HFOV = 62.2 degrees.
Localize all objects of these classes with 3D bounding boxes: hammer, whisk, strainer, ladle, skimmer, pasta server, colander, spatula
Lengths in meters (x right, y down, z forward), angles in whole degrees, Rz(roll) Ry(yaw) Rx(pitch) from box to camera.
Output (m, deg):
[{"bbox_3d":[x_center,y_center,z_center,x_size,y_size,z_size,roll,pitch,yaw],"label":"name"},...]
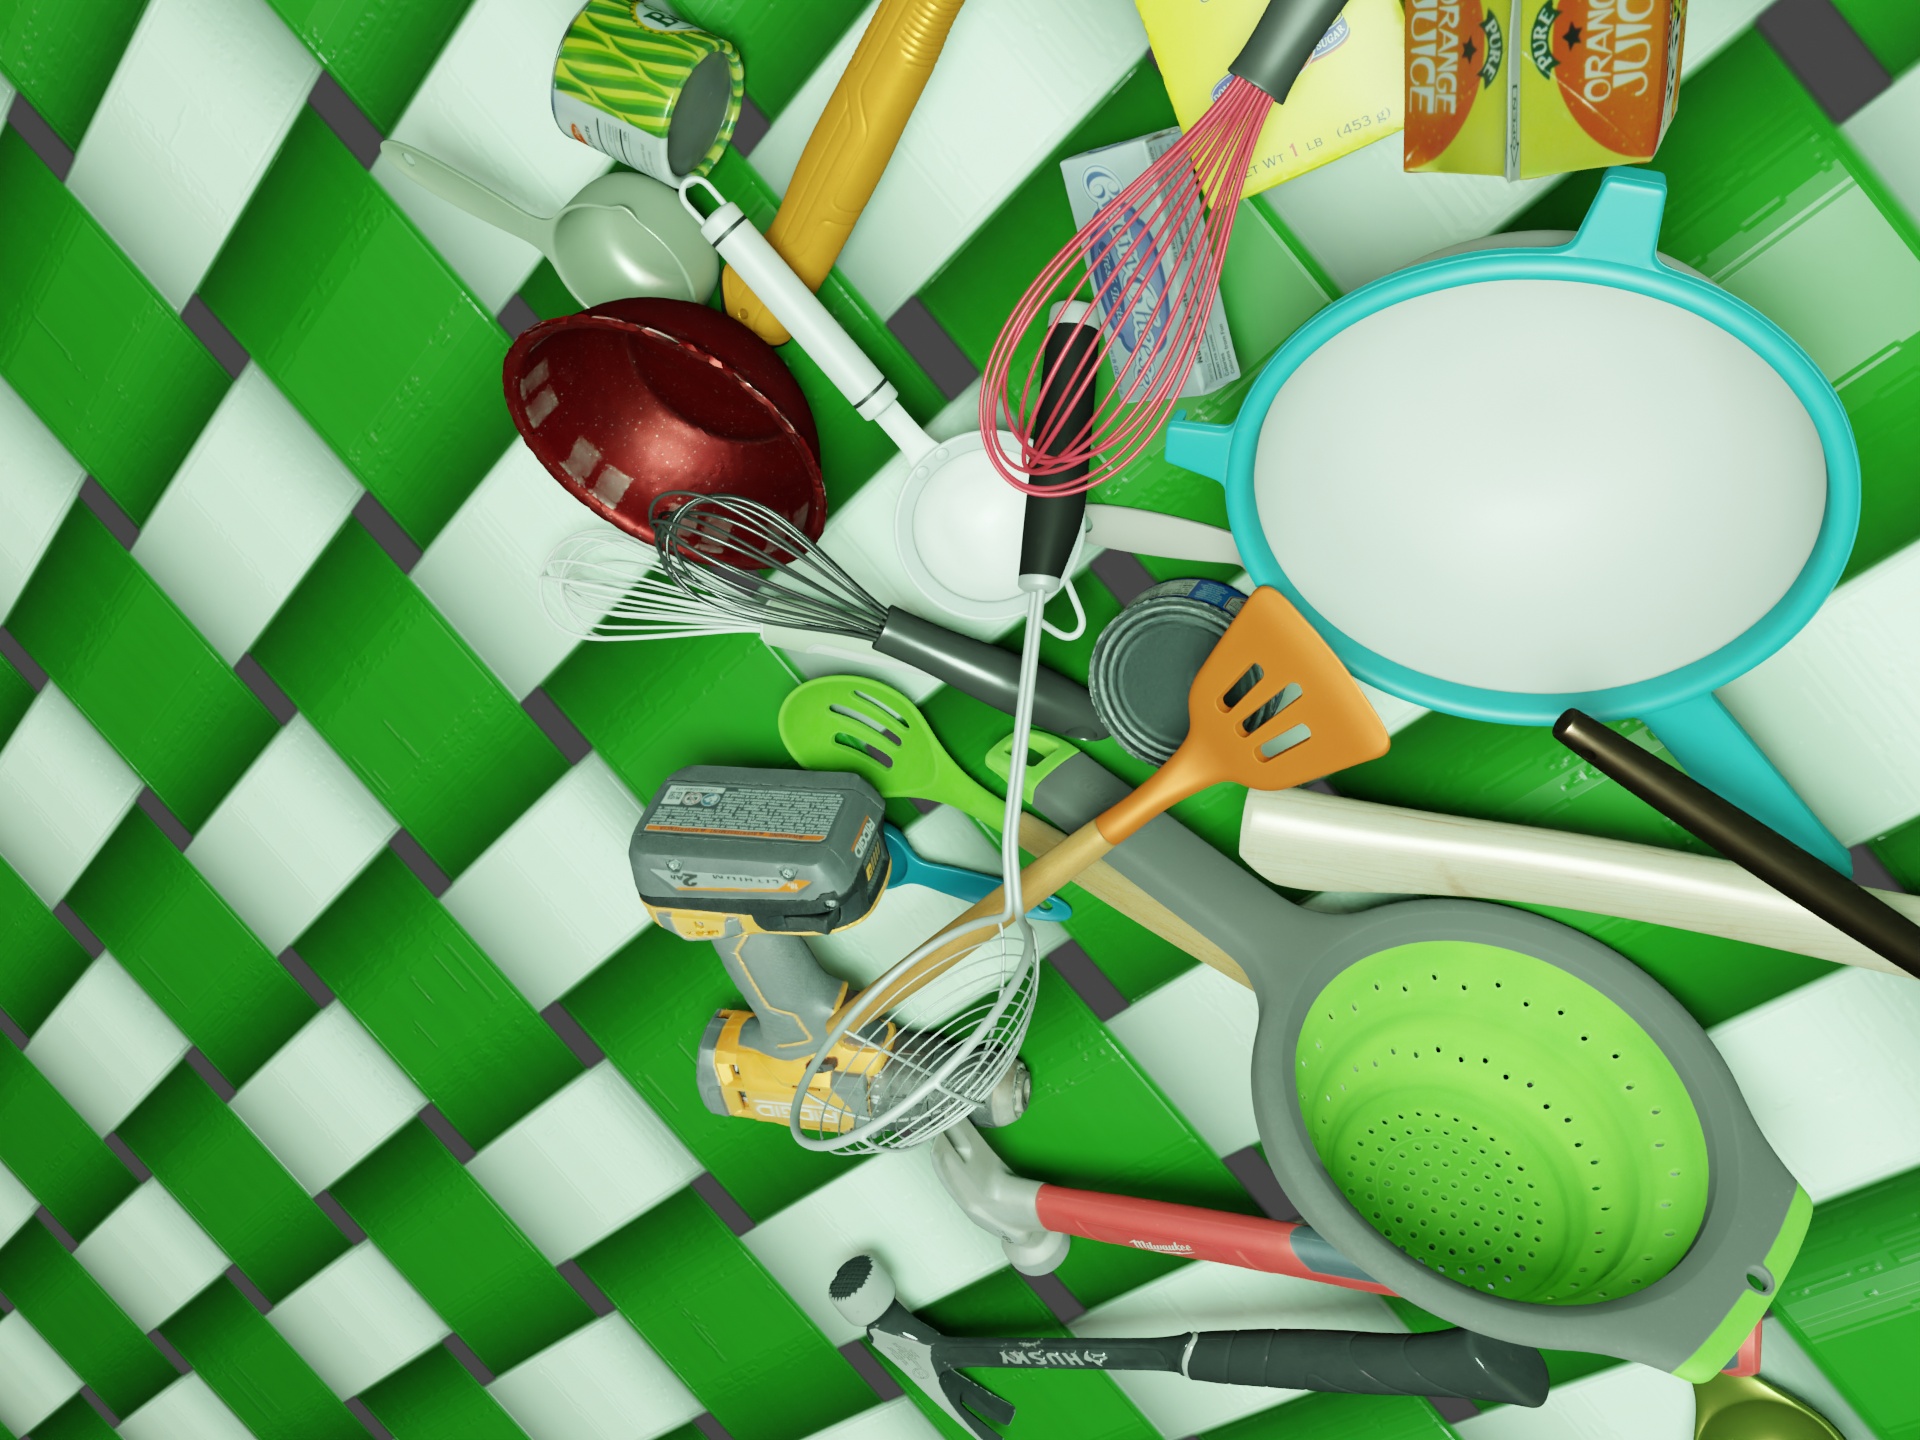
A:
[{"bbox_3d":[0.317,0.067,0.629,0.411,0.038,0.146,9,136,18],"label":"hammer"},{"bbox_3d":[-0.103,-0.051,0.799,0.246,0.057,0.059,13,84,14],"label":"whisk"},{"bbox_3d":[-0.031,-0.137,0.704,0.087,0.050,0.258,-40,106,10],"label":"strainer"},{"bbox_3d":[0.095,-0.208,0.568,0.073,0.073,0.295,35,111,6],"label":"whisk"},{"bbox_3d":[0.310,0.263,0.750,0.078,0.062,0.320,-38,91,32],"label":"ladle"},{"bbox_3d":[-0.033,-0.045,0.732,0.239,0.055,0.055,24,123,-10],"label":"whisk"},{"bbox_3d":[-0.001,-0.002,0.663,0.090,0.127,0.363,9,87,-20],"label":"skimmer"},{"bbox_3d":[0.109,0.339,0.840,0.409,0.036,0.149,-18,116,41],"label":"hammer"},{"bbox_3d":[-0.012,-0.272,0.628,0.127,0.034,0.336,47,133,7],"label":"hammer"},{"bbox_3d":[0.348,0.090,0.582,0.316,0.040,0.060,32,148,-4],"label":"pasta server"},{"bbox_3d":[0.161,0.140,0.717,0.397,0.204,0.094,37,144,26],"label":"colander"},{"bbox_3d":[0.043,0.063,0.698,0.322,0.041,0.081,-40,82,28],"label":"spatula"},{"bbox_3d":[0.255,-0.062,0.613,0.340,0.095,0.211,42,139,-23],"label":"strainer"},{"bbox_3d":[0.171,0.251,0.768,0.386,0.038,0.143,0,139,30],"label":"hammer"}]

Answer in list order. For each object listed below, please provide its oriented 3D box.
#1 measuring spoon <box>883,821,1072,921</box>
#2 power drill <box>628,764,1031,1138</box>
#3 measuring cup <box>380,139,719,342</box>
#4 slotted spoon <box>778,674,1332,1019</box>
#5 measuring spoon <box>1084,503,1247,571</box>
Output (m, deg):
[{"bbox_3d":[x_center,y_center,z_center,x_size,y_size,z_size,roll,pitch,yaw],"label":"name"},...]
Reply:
[{"bbox_3d":[-0.002,0.079,0.834,0.128,0.021,0.042,15,128,7],"label":"measuring spoon"},{"bbox_3d":[-0.064,0.135,0.833,0.185,0.084,0.226,2,128,16],"label":"power drill"},{"bbox_3d":[-0.187,-0.237,0.736,0.167,0.038,0.083,28,149,3],"label":"measuring cup"},{"bbox_3d":[0.049,0.067,0.796,0.314,0.031,0.070,31,123,6],"label":"slotted spoon"},{"bbox_3d":[0.098,-0.078,0.708,0.124,0.018,0.034,13,118,20],"label":"measuring spoon"}]
